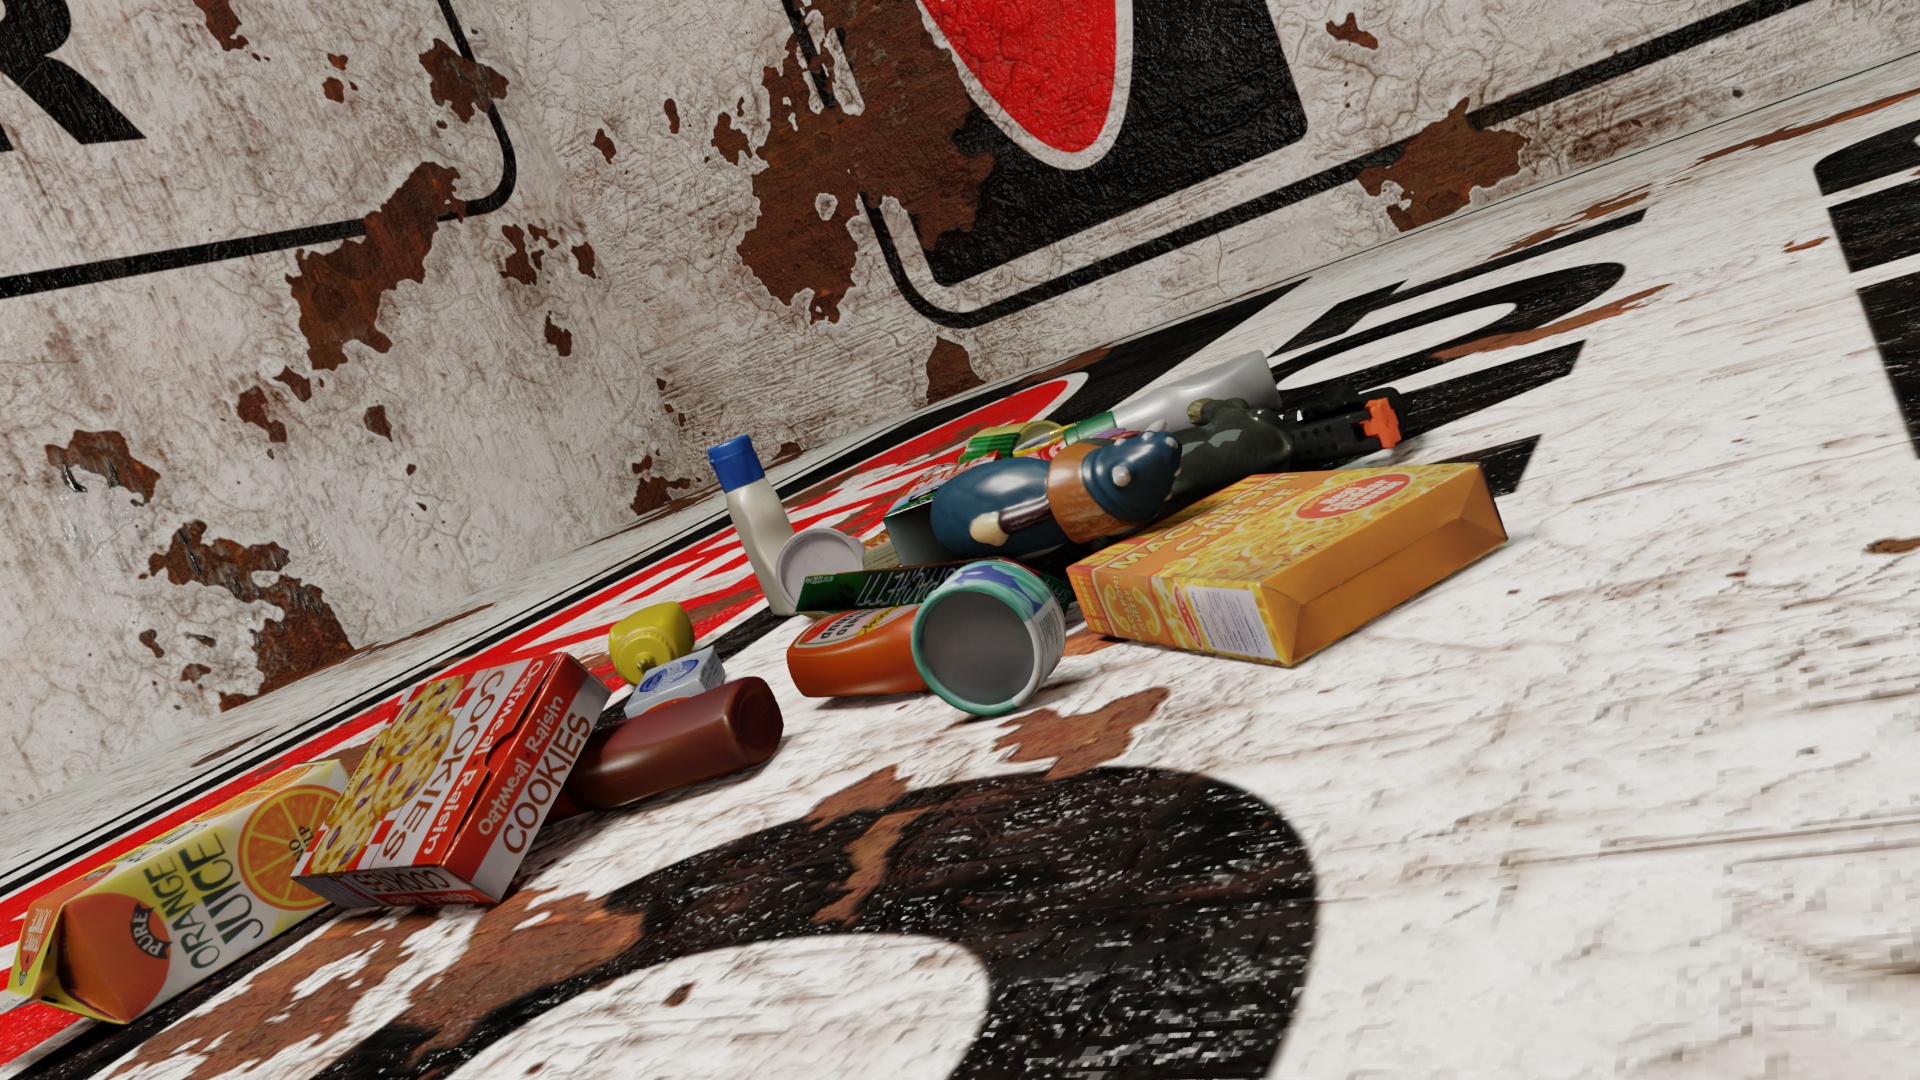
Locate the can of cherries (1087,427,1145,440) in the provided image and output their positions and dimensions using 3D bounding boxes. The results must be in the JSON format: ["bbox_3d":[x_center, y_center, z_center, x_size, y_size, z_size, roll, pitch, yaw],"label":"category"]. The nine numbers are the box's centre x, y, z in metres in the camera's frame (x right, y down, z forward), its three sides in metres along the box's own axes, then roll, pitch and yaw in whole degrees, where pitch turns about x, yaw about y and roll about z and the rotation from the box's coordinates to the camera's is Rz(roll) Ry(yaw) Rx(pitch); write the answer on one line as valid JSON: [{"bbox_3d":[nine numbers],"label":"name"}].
[{"bbox_3d":[0.112,-0.043,0.914,0.071,0.071,0.058,-23,9,-5],"label":"can of cherries"}]

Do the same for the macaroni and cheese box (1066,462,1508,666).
[{"bbox_3d":[0.141,0.008,0.635,0.124,0.040,0.166,-25,10,-20],"label":"macaroni and cheese box"}]

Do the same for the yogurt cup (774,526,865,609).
[{"bbox_3d":[-0.106,0.023,1.070,0.072,0.072,0.054,-22,0,1],"label":"yogurt cup"}]

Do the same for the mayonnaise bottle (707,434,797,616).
[{"bbox_3d":[-0.160,-0.012,1.127,0.041,0.148,0.064,-25,9,-21],"label":"mayonnaise bottle"}]

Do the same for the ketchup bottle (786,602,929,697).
[{"bbox_3d":[-0.030,0.058,0.741,0.065,0.043,0.148,-29,11,-38],"label":"ketchup bottle"}]

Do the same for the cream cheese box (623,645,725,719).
[{"bbox_3d":[-0.190,0.100,0.933,0.053,0.024,0.104,-21,9,-2],"label":"cream cheese box"}]

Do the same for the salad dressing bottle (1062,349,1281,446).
[{"bbox_3d":[0.146,-0.086,0.966,0.147,0.044,0.064,-20,2,11],"label":"salad dressing bottle"}]

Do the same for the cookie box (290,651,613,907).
[{"bbox_3d":[-0.270,0.128,0.731,0.167,0.040,0.123,-14,42,41],"label":"cookie box"}]

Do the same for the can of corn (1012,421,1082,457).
[{"bbox_3d":[0.084,-0.057,1.101,0.071,0.058,0.071,-22,9,4],"label":"can of corn"}]

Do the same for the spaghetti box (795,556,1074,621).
[{"bbox_3d":[-0.024,0.035,0.828,0.050,0.029,0.249,22,-14,-28],"label":"spaghetti box"}]

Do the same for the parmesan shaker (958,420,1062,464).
[{"bbox_3d":[0.050,-0.071,1.241,0.071,0.071,0.103,-25,10,-20],"label":"parmesan shaker"}]

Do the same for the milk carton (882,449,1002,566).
[{"bbox_3d":[0.003,-0.012,0.980,0.072,0.073,0.191,-20,9,10],"label":"milk carton"}]

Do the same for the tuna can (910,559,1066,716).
[{"bbox_3d":[0.010,0.044,0.639,0.071,0.071,0.033,-18,10,26],"label":"tuna can"}]

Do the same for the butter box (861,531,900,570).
[{"bbox_3d":[-0.058,0.007,1.174,0.104,0.024,0.053,-24,10,-14],"label":"butter box"}]

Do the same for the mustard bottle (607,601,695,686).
[{"bbox_3d":[-0.241,0.084,1.074,0.065,0.048,0.160,-23,10,-5],"label":"mustard bottle"}]

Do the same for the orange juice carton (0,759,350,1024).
[{"bbox_3d":[-0.424,0.198,0.756,0.071,0.073,0.193,-14,12,44],"label":"orange juice carton"}]

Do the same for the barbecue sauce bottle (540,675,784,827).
[{"bbox_3d":[-0.170,0.115,0.735,0.148,0.043,0.065,-20,9,17],"label":"barbecue sauce bottle"}]

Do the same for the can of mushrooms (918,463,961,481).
[{"bbox_3d":[-0.008,-0.029,1.120,0.071,0.071,0.033,-23,10,-6],"label":"can of mushrooms"}]
